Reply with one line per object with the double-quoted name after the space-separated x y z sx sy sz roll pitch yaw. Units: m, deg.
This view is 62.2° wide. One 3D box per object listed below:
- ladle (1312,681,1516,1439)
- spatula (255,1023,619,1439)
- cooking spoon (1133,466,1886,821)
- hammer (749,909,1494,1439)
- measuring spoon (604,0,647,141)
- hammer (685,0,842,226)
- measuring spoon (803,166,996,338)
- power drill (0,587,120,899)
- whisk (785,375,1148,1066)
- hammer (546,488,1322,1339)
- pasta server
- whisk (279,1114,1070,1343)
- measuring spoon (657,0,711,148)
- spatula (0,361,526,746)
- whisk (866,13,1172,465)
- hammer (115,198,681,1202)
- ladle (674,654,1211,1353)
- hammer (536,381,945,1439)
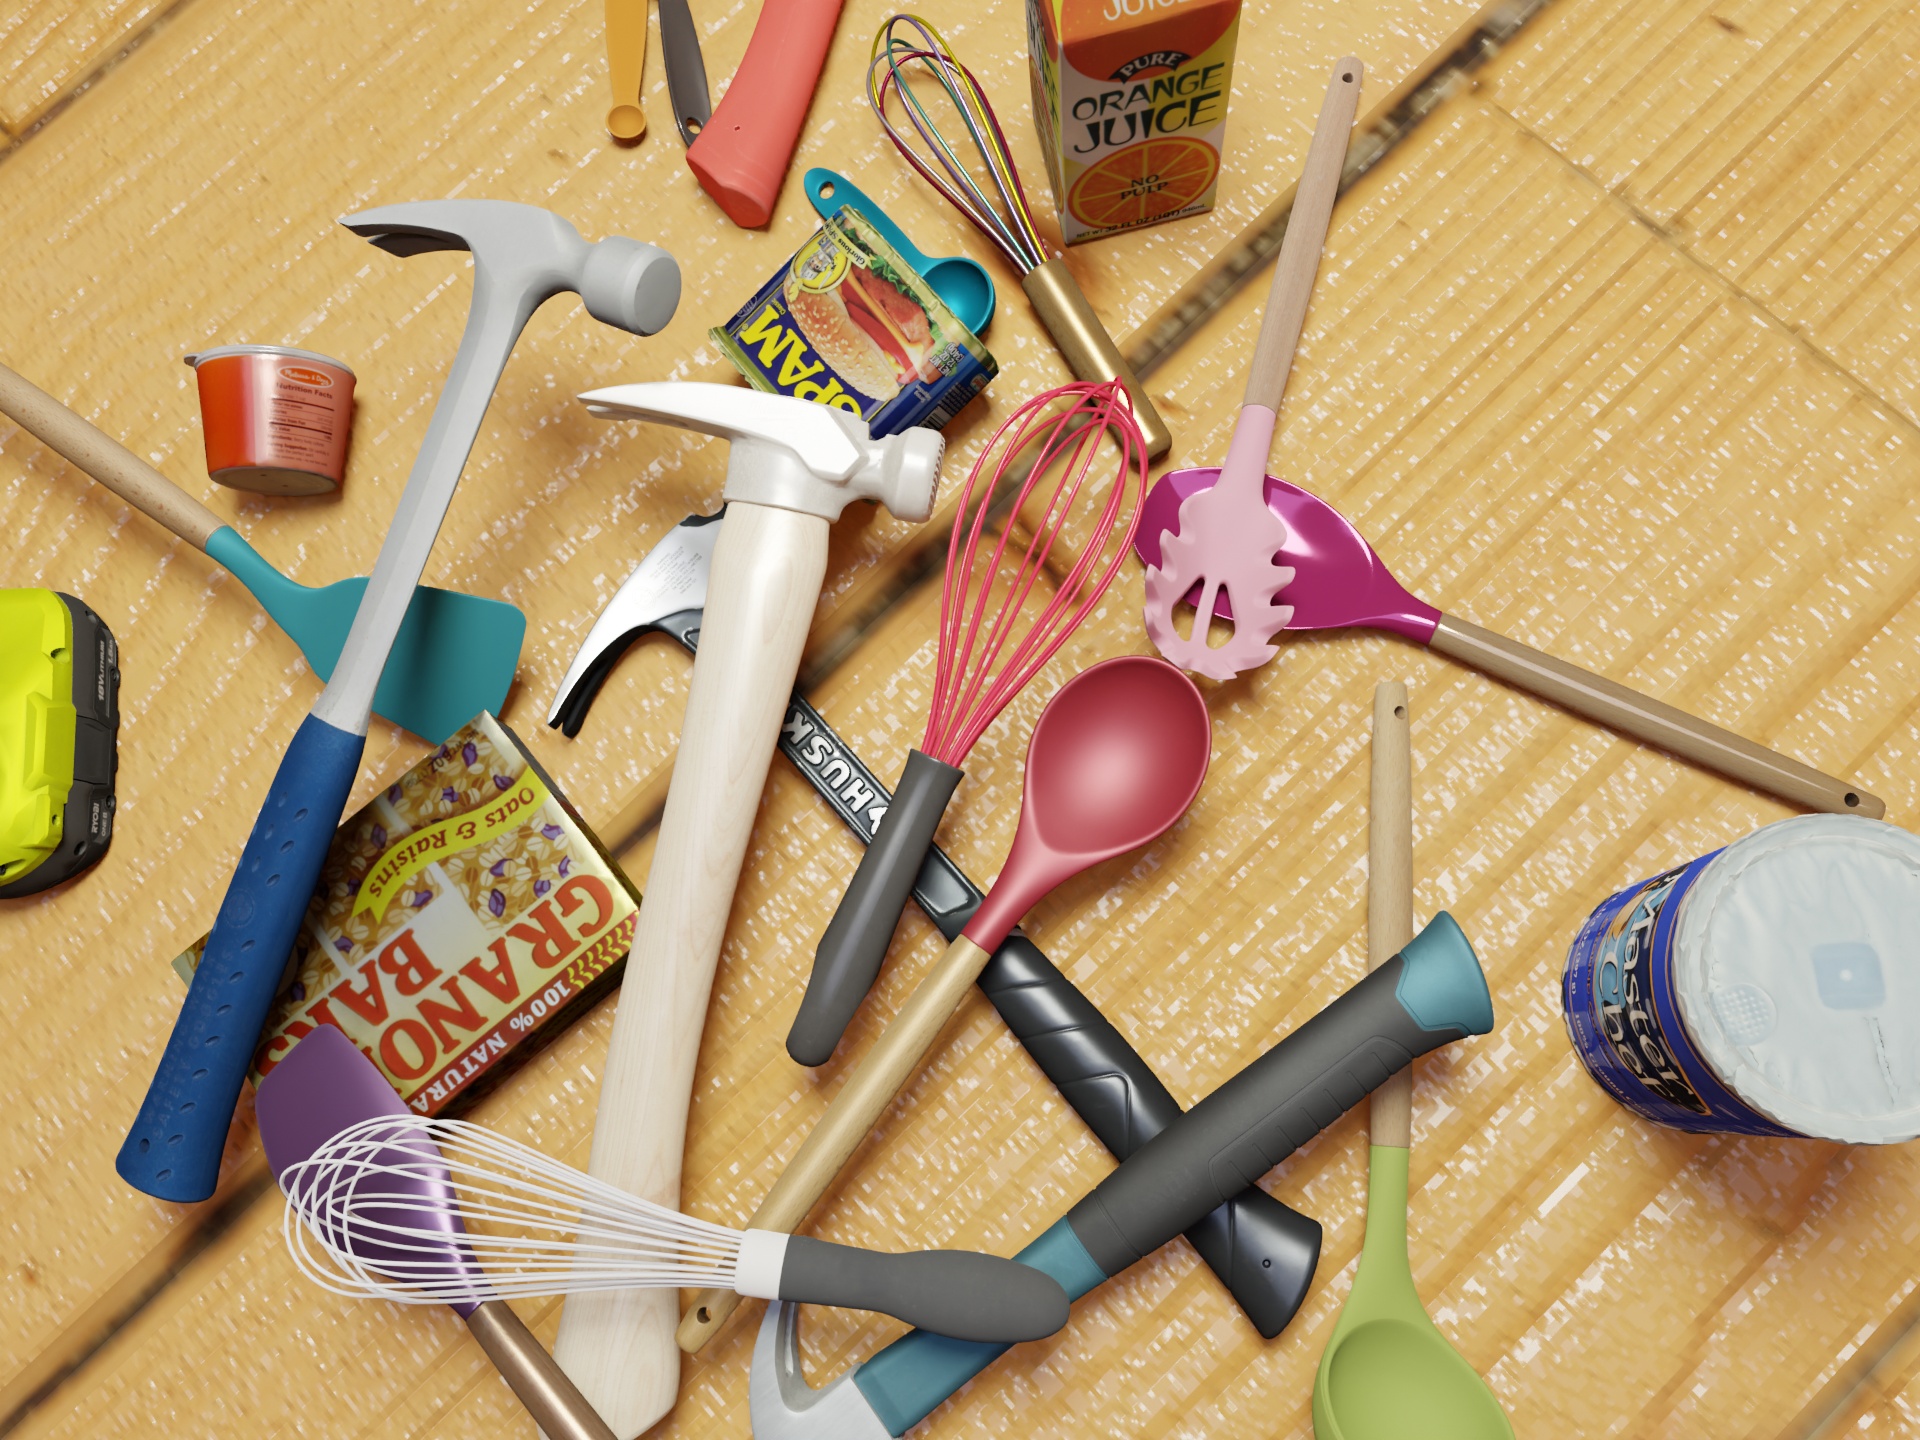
0.172 0.136 0.608 0.078 0.062 0.320 11 73 -19 "ladle"
-0.163 0.239 0.587 0.316 0.018 0.060 42 87 18 "spatula"
0.221 -0.027 0.660 0.319 0.017 0.069 25 77 12 "cooking spoon"
0.059 0.187 0.588 0.331 0.033 0.128 -39 80 6 "hammer"
-0.163 -0.332 0.780 0.021 0.011 0.117 -3 73 -4 "measuring spoon"
-0.048 -0.404 0.770 0.149 0.036 0.359 13 78 9 "hammer"
-0.029 -0.215 0.735 0.042 0.021 0.129 -47 67 9 "measuring spoon"
-0.431 -0.018 0.619 0.080 0.223 0.171 -6 76 4 "power drill"
-0.001 -0.002 0.620 0.073 0.073 0.296 24 87 11 "whisk"
-0.007 0.078 0.650 0.149 0.036 0.409 -41 76 -3 "hammer"
0.136 -0.159 0.682 0.060 0.040 0.316 17 74 1 "pasta server"
-0.102 0.188 0.565 0.284 0.070 0.070 8 77 2 "whisk"
-0.140 -0.329 0.772 0.034 0.018 0.124 -5 79 -35 "measuring spoon"
-0.333 -0.093 0.692 0.317 0.044 0.082 34 120 9 "spatula"
0.024 -0.217 0.719 0.047 0.051 0.245 -34 79 19 "whisk"
-0.243 -0.011 0.622 0.144 0.035 0.405 22 91 21 "hammer"
-0.009 0.108 0.610 0.069 0.031 0.315 35 83 16 "ladle"
-0.116 0.072 0.622 0.146 0.038 0.411 11 85 0 "hammer"
